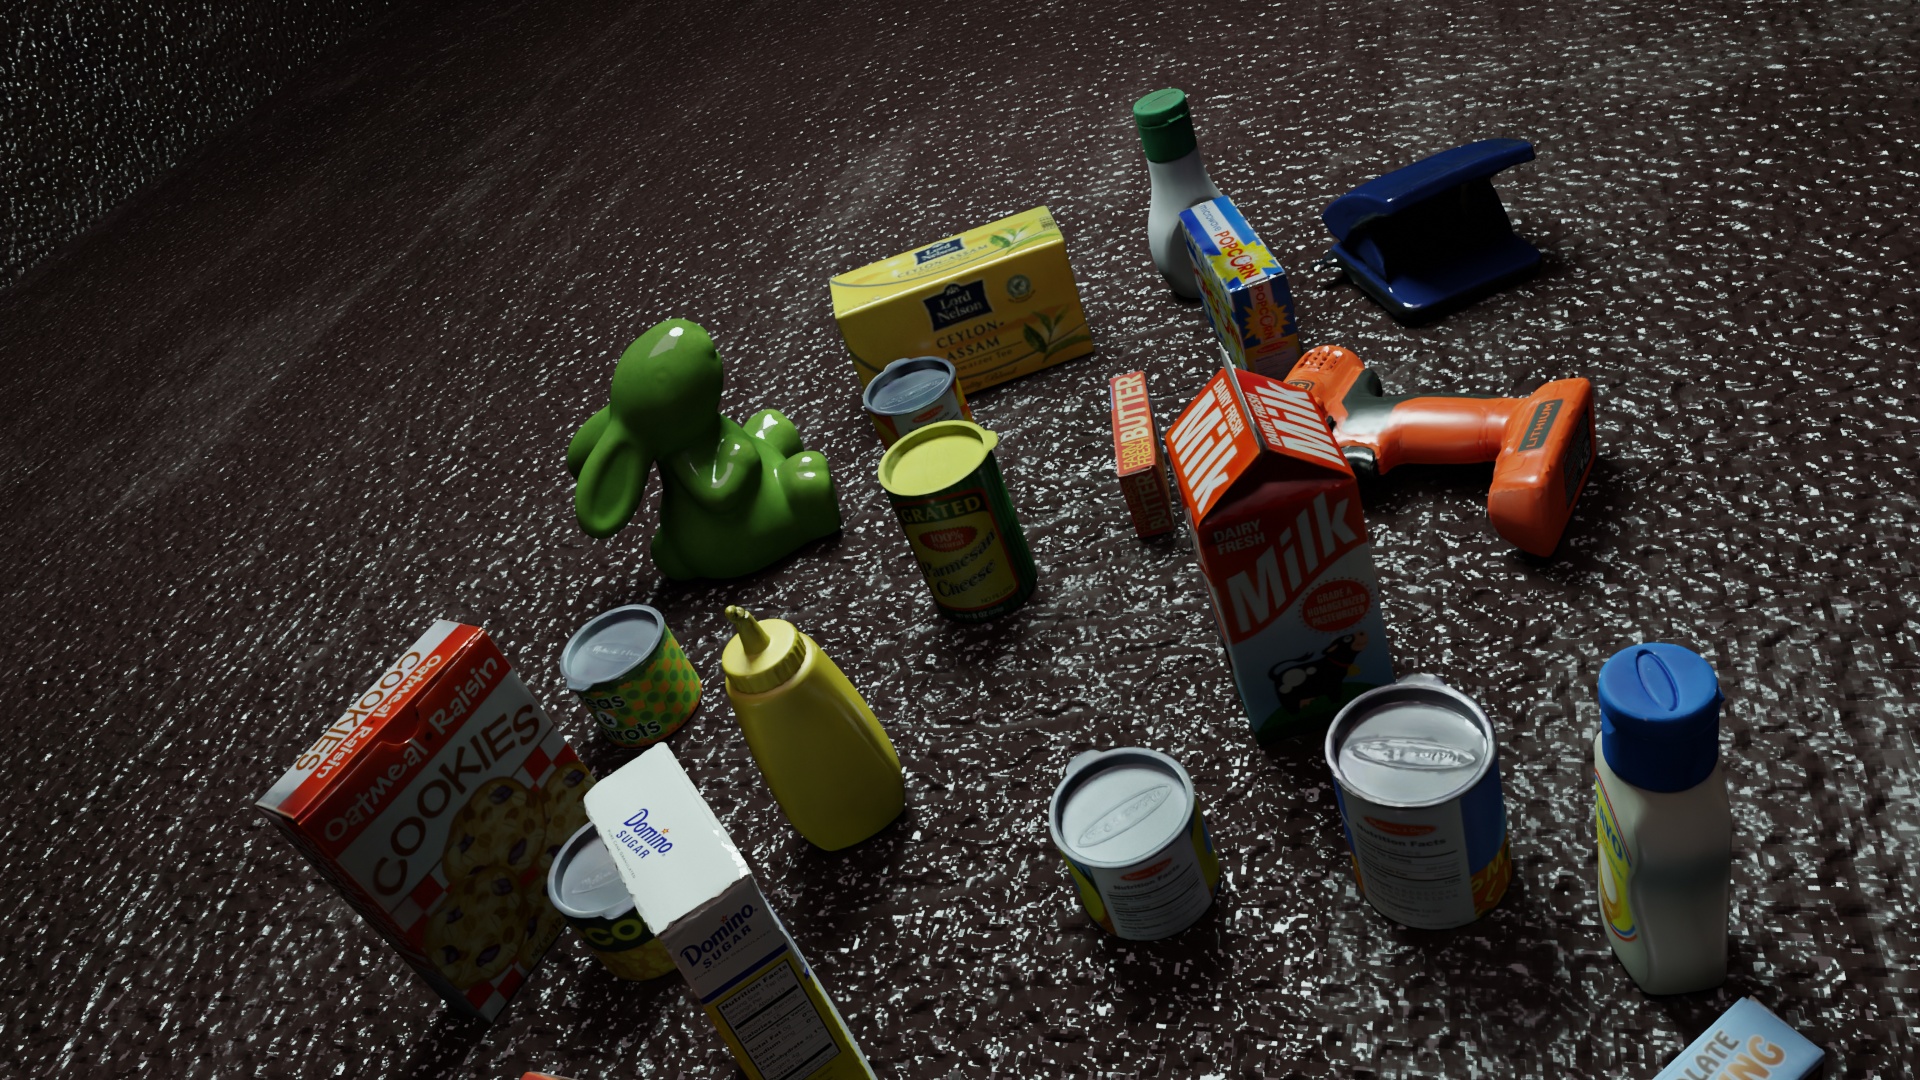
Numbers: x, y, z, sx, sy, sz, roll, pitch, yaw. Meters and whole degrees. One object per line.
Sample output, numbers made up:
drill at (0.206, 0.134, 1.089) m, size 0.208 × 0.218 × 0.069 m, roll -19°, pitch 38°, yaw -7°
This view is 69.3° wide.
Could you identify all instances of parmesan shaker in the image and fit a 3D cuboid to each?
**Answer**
parmesan shaker at (0.003, -0.010, 0.810) m, size 0.071 × 0.102 × 0.072 m, roll -14°, pitch 37°, yaw 11°

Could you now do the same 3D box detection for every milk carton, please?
milk carton at (0.147, 0.001, 0.648) m, size 0.073 × 0.189 × 0.073 m, roll -17°, pitch 37°, yaw 7°

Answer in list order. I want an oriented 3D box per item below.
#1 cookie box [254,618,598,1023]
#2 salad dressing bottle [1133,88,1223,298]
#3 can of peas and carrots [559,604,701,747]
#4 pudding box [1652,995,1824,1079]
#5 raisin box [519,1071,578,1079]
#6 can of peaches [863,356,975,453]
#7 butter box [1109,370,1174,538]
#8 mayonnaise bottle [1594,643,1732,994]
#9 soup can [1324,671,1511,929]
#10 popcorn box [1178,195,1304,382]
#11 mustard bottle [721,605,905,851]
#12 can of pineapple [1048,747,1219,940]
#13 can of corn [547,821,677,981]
cookie box at (-0.248, 0.141, 0.697) m, size 0.040 × 0.166 × 0.123 m, roll 6°, pitch 45°, yaw 34°
salad dressing bottle at (0.158, -0.245, 0.986) m, size 0.064 × 0.147 × 0.044 m, roll -29°, pitch 37°, yaw -9°
can of peas and carrots at (-0.198, 0.083, 0.833) m, size 0.071 × 0.058 × 0.071 m, roll -14°, pitch 37°, yaw 11°
pudding box at (0.249, 0.199, 0.467) m, size 0.084 × 0.049 × 0.030 m, roll -33°, pitch 38°, yaw -14°
raisin box at (-0.113, 0.254, 0.522) m, size 0.086 × 0.123 × 0.040 m, roll 1°, pitch 43°, yaw 29°
can of peaches at (-0.027, -0.086, 0.957) m, size 0.071 × 0.057 × 0.071 m, roll -14°, pitch 37°, yaw 11°
butter box at (0.110, -0.054, 0.851) m, size 0.024 × 0.053 × 0.104 m, roll -13°, pitch 37°, yaw 13°
mayonnaise bottle at (0.254, 0.100, 0.505) m, size 0.041 × 0.147 × 0.065 m, roll -13°, pitch 38°, yaw 13°
soup can at (0.193, 0.109, 0.579) m, size 0.071 × 0.083 × 0.072 m, roll -14°, pitch 37°, yaw 11°
popcorn box at (0.186, -0.164, 0.922) m, size 0.038 × 0.085 × 0.127 m, roll -19°, pitch 37°, yaw 5°
mustard bottle at (-0.079, 0.085, 0.685) m, size 0.065 × 0.159 × 0.049 m, roll -28°, pitch 37°, yaw -7°
can of pineapple at (0.079, 0.135, 0.627) m, size 0.071 × 0.057 × 0.071 m, roll -14°, pitch 37°, yaw 11°
can of corn at (-0.163, 0.179, 0.696) m, size 0.071 × 0.058 × 0.071 m, roll -14°, pitch 37°, yaw 11°
